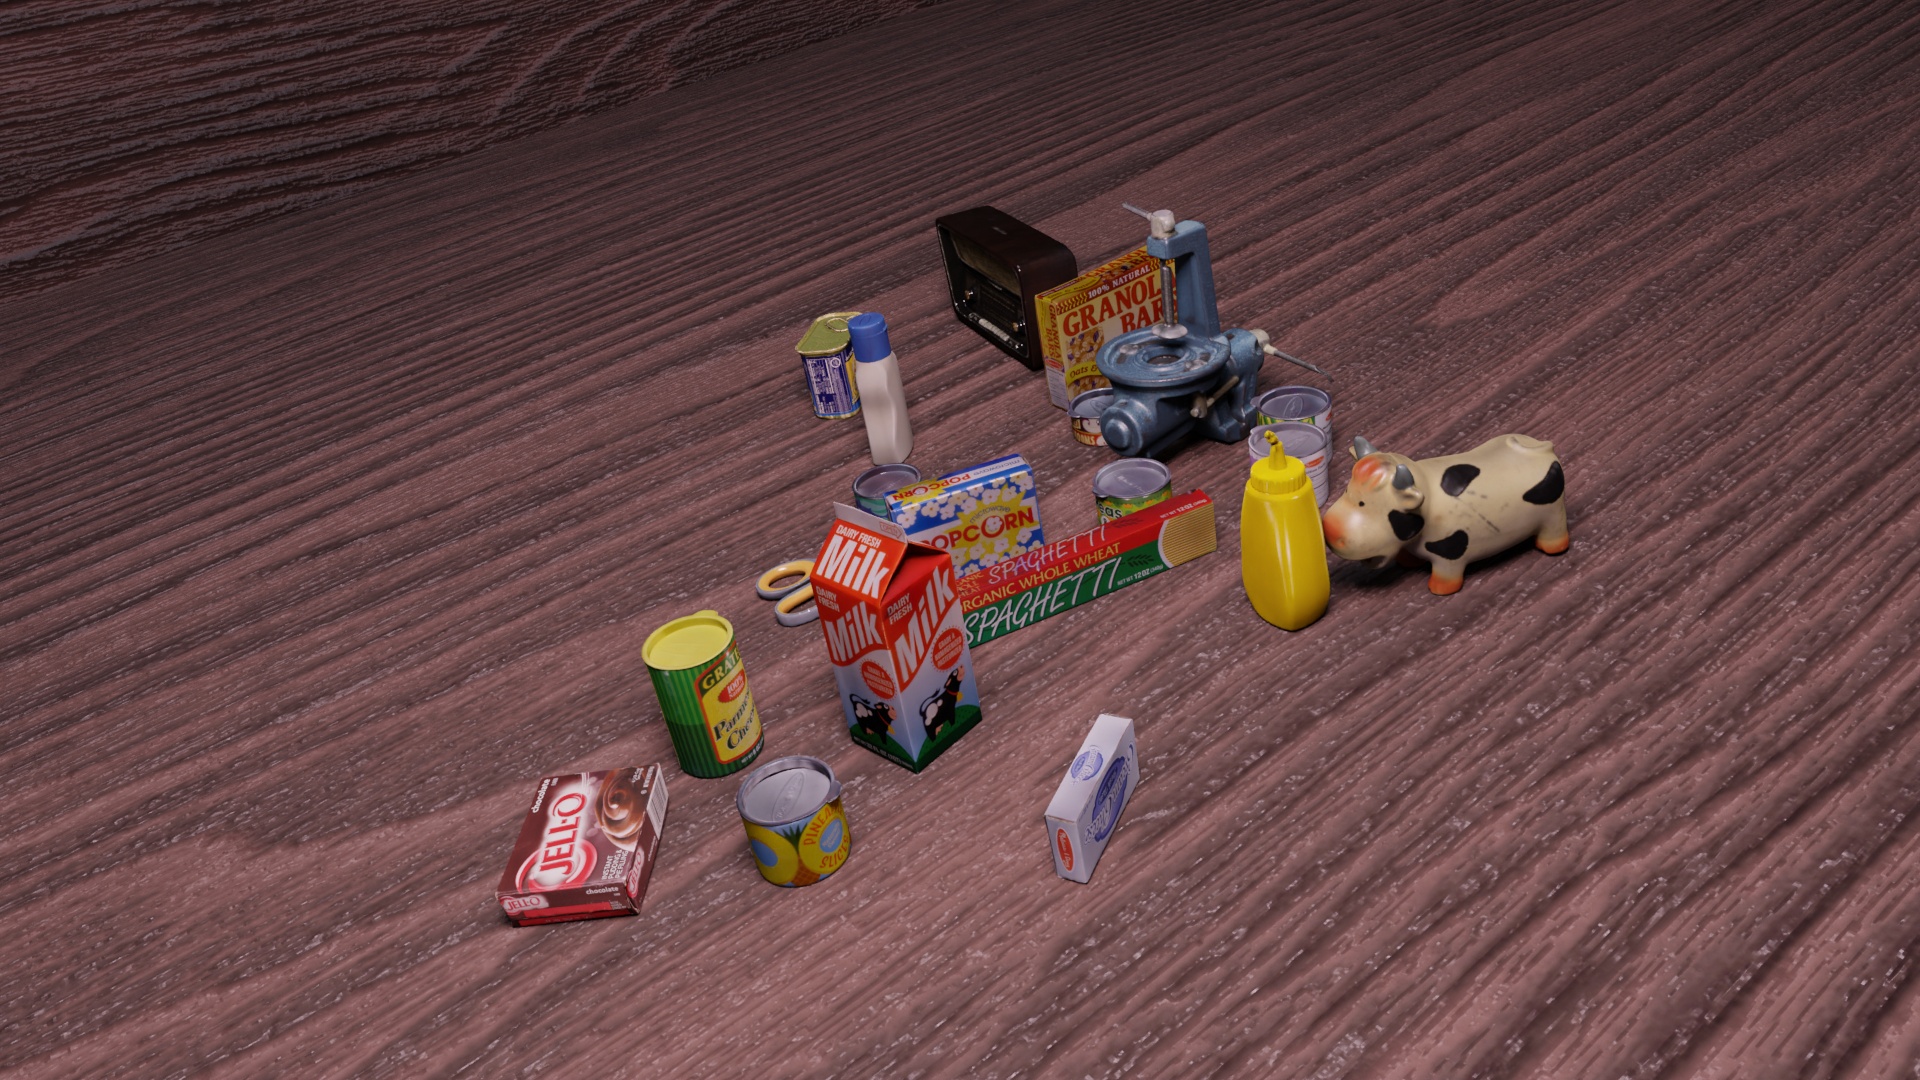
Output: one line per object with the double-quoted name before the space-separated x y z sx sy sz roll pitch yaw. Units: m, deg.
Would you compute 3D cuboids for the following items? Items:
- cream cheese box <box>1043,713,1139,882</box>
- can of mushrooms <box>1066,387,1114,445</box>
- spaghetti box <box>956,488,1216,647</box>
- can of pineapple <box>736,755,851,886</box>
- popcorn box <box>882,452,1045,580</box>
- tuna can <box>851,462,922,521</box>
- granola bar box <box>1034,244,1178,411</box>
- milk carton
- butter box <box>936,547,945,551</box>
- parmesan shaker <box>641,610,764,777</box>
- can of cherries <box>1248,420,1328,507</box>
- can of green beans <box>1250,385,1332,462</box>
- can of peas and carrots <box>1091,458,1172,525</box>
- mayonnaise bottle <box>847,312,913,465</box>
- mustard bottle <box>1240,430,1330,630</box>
"cream cheese box" 0.086 0.165 0.895 0.024 0.053 0.104 6 35 26
"can of mushrooms" 0.139 -0.121 1.366 0.071 0.033 0.071 -8 31 5
"spaghetti box" 0.094 0.024 1.126 0.251 0.050 0.029 -21 32 -16
"can of pineapple" -0.108 0.186 0.918 0.071 0.057 0.071 -8 31 5
"popcorn box" 0.004 -0.015 1.184 0.127 0.084 0.038 -17 31 -10
"tuna can" -0.065 -0.042 1.301 0.071 0.032 0.071 -8 31 5
"granola bar box" 0.157 -0.221 1.435 0.166 0.123 0.039 -28 35 -26
"milk carton" -0.047 0.061 0.974 0.072 0.189 0.074 18 42 40
"butter box" -0.034 0.054 1.114 0.024 0.053 0.104 1 33 20
"parmesan shaker" -0.185 0.113 1.018 0.071 0.102 0.071 -8 31 5
"can of cherries" 0.283 -0.063 1.201 0.071 0.058 0.072 -8 31 5
"can of green beans" 0.302 -0.100 1.256 0.071 0.057 0.071 -8 31 5
"can of peas and carrots" 0.147 -0.029 1.187 0.071 0.058 0.071 -8 31 5
"mayonnaise bottle" -0.079 -0.150 1.371 0.041 0.147 0.065 -3 32 13
"mustard bottle" 0.239 -0.011 1.031 0.049 0.159 0.065 -24 33 -21
